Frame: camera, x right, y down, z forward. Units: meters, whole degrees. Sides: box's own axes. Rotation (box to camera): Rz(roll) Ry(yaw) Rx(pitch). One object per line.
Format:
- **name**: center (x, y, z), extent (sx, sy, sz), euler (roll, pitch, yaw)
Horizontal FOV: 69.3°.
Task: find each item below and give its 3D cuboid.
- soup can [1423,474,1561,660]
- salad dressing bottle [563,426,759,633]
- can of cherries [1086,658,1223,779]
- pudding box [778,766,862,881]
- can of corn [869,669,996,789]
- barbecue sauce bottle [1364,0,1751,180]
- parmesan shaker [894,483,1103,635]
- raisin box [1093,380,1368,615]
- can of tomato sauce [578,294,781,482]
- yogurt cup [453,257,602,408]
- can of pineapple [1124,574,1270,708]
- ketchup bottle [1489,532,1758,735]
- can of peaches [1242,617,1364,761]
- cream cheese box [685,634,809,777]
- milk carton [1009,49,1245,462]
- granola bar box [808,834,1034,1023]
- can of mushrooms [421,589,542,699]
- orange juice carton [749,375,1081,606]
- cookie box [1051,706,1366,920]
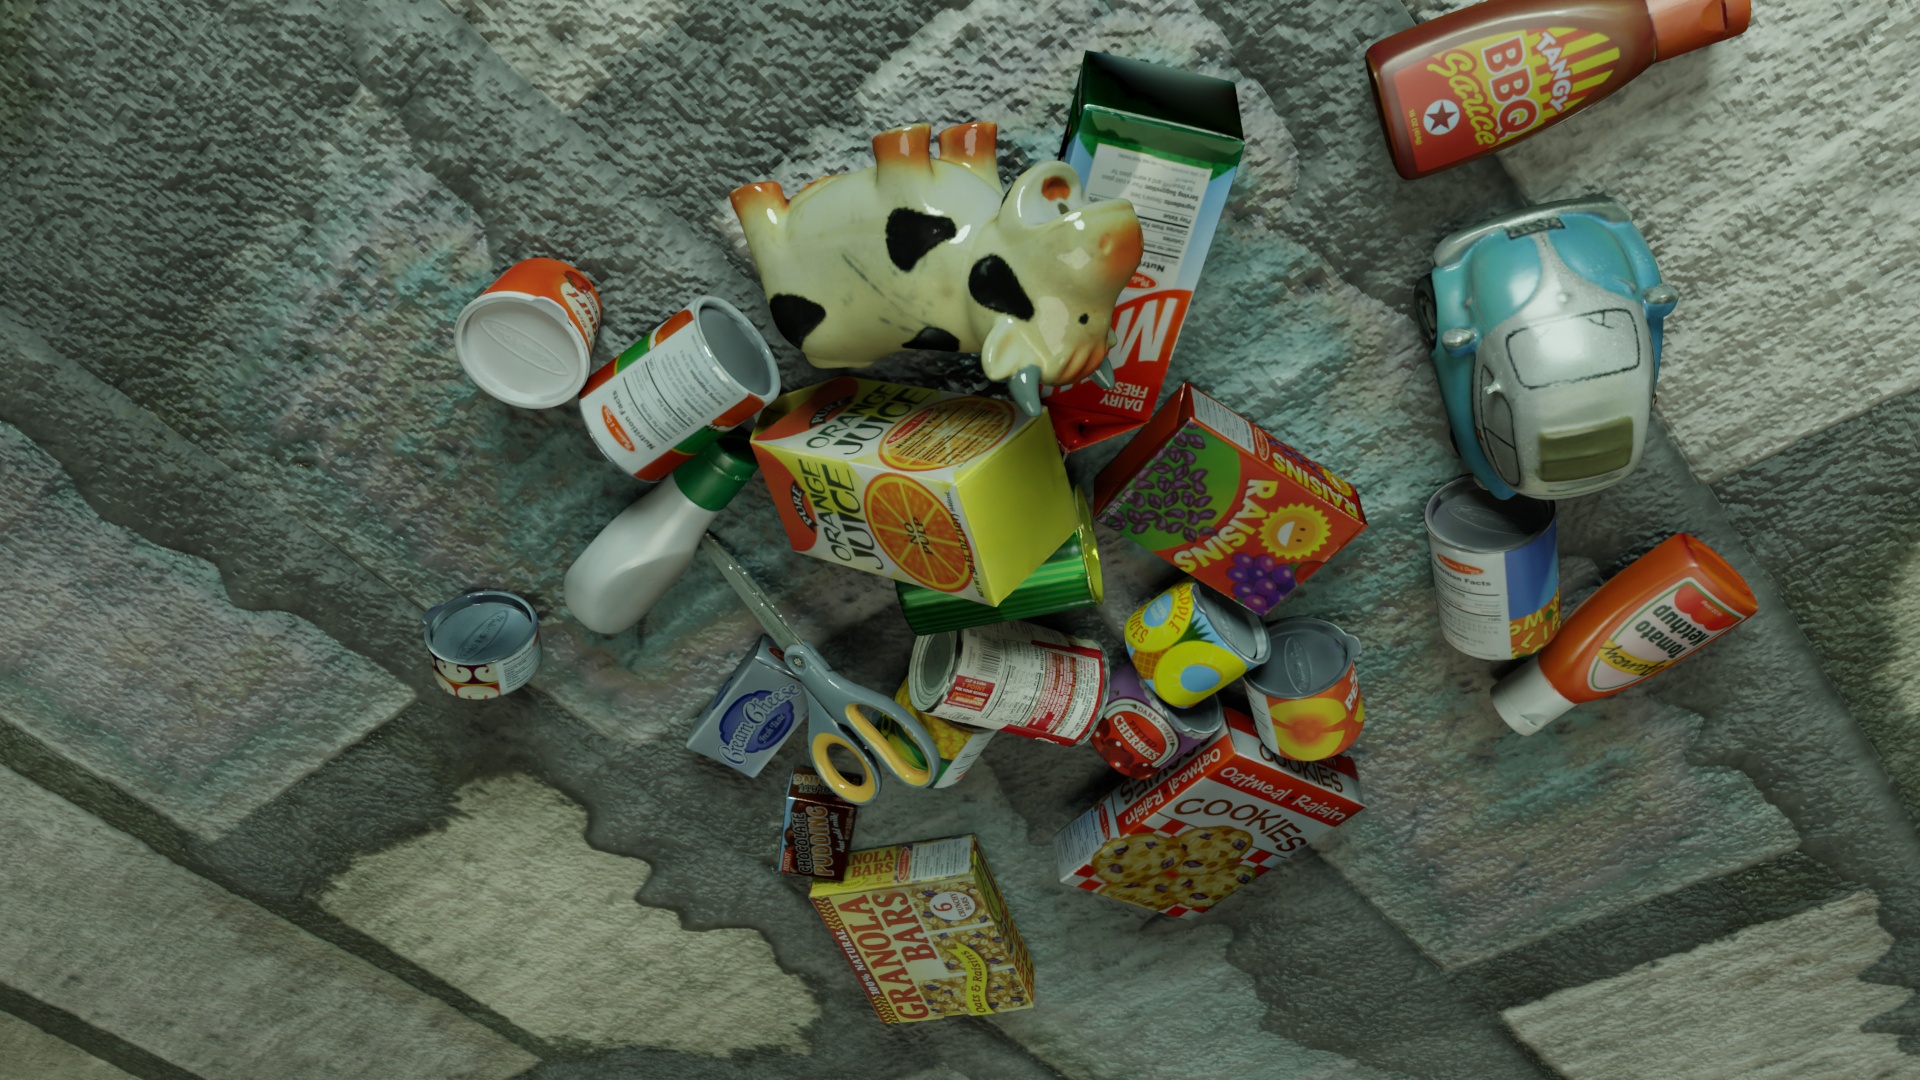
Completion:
- **soup can**: center (0.296, 0.013, 0.766), extent (0.071, 0.072, 0.083), euler (-12, 128, 14)
- **salad dressing bottle**: center (-0.170, -0.007, 0.795), extent (0.147, 0.064, 0.044), euler (-44, 69, 25)
- **can of cherries**: center (0.116, 0.105, 0.850), extent (0.071, 0.072, 0.058), euler (32, 125, -20)
- **pudding box**: center (-0.099, 0.198, 0.968), extent (0.050, 0.030, 0.083), euler (10, 129, -2)
- **can of corn**: center (-0.015, 0.111, 0.869), extent (0.071, 0.071, 0.058), euler (23, 126, -14)
- **barbecue sauce bottle**: center (0.257, -0.211, 0.603), extent (0.148, 0.044, 0.064), euler (-17, 124, 17)
- **parmesan shaker**: center (0.020, 0.013, 0.750), extent (0.103, 0.072, 0.071), euler (-11, 127, 11)
- **raisin box**: center (0.148, -0.020, 0.767), extent (0.123, 0.040, 0.085), euler (29, 124, -18)
- **can of tomato sauce**: center (-0.145, -0.080, 0.726), extent (0.083, 0.071, 0.071), euler (-31, 120, 22)
- **yogurt cup**: center (-0.219, -0.110, 0.716), extent (0.072, 0.054, 0.072), euler (2, 129, 3)
- **can of pineapple**: center (0.137, 0.056, 0.811), extent (0.071, 0.071, 0.057), euler (38, 123, -23)
- **ketchup bottle**: center (0.379, 0.060, 0.809), extent (0.064, 0.044, 0.148), euler (31, 125, -19)
- **can of peaches**: center (0.208, 0.089, 0.832), extent (0.071, 0.071, 0.057), euler (-11, 127, 14)
- **cream cheese box**: center (-0.132, 0.110, 0.904), extent (0.053, 0.024, 0.103), euler (29, 125, -17)
- **milk carton**: center (0.071, -0.126, 0.668), extent (0.073, 0.073, 0.189), euler (12, 128, -3)
- **granola bar box**: center (-0.025, 0.293, 1.033), extent (0.124, 0.039, 0.164), euler (-11, 127, 14)
- **can of mushrooms**: center (-0.294, 0.063, 0.854), extent (0.071, 0.071, 0.033), euler (5, 130, 1)
- **orange juice carton**: center (-0.039, -0.033, 0.717), extent (0.193, 0.073, 0.071), euler (13, 133, 42)
- **cookie box**: center (0.162, 0.183, 0.915), extent (0.123, 0.040, 0.166), euler (24, 127, -30)
